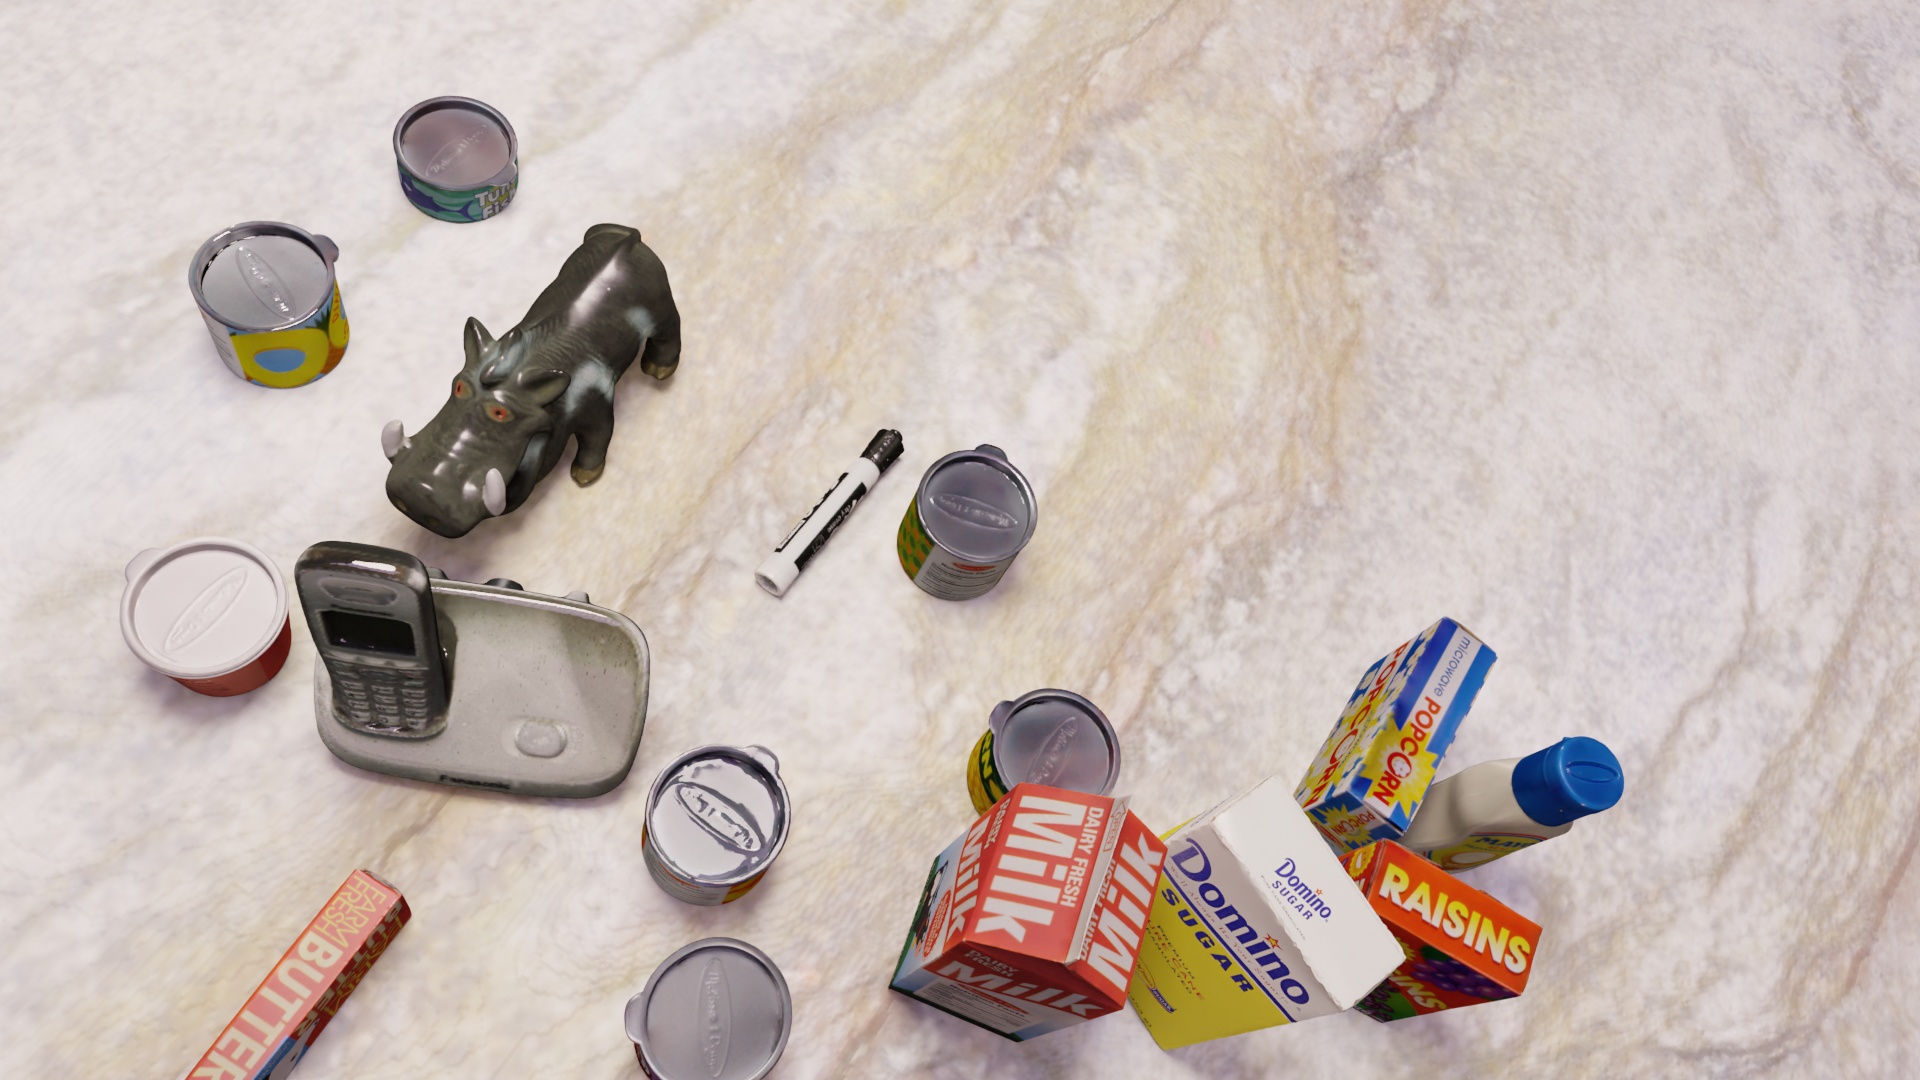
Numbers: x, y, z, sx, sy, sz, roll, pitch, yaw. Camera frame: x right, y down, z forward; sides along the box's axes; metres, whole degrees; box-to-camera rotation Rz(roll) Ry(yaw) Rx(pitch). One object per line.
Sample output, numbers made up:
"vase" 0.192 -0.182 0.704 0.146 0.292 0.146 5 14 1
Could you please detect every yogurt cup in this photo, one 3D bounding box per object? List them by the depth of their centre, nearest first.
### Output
"yogurt cup" -0.343 0.039 0.642 0.072 0.053 0.072 6 65 -13

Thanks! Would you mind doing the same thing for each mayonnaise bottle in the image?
"mayonnaise bottle" 0.277 0.138 0.715 0.065 0.147 0.041 8 64 -12

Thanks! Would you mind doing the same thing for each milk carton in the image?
"milk carton" 0.031 0.165 0.610 0.073 0.189 0.072 24 62 -4

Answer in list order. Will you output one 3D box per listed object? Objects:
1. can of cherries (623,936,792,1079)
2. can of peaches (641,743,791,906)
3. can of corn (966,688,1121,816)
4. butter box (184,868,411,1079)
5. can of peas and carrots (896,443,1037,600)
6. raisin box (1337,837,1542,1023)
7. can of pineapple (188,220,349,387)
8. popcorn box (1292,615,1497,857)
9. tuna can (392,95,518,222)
"can of cherries" -0.114 0.215 0.621 0.071 0.058 0.072 6 65 -13
"can of peaches" -0.115 0.134 0.658 0.071 0.057 0.071 6 65 -13
"can of corn" 0.039 0.114 0.710 0.071 0.058 0.071 6 65 -13
"butter box" -0.278 0.192 0.589 0.024 0.053 0.104 33 62 1
"can of peas and carrots" 0.003 -0.009 0.758 0.071 0.058 0.071 6 65 -13
"raisin box" 0.209 0.195 0.684 0.086 0.123 0.040 30 62 0
"can of pineapple" -0.350 -0.120 0.712 0.071 0.057 0.071 6 65 -13
"popcorn box" 0.230 0.109 0.751 0.038 0.085 0.127 38 62 3
"tuna can" -0.283 -0.215 0.788 0.071 0.032 0.071 6 64 -13
